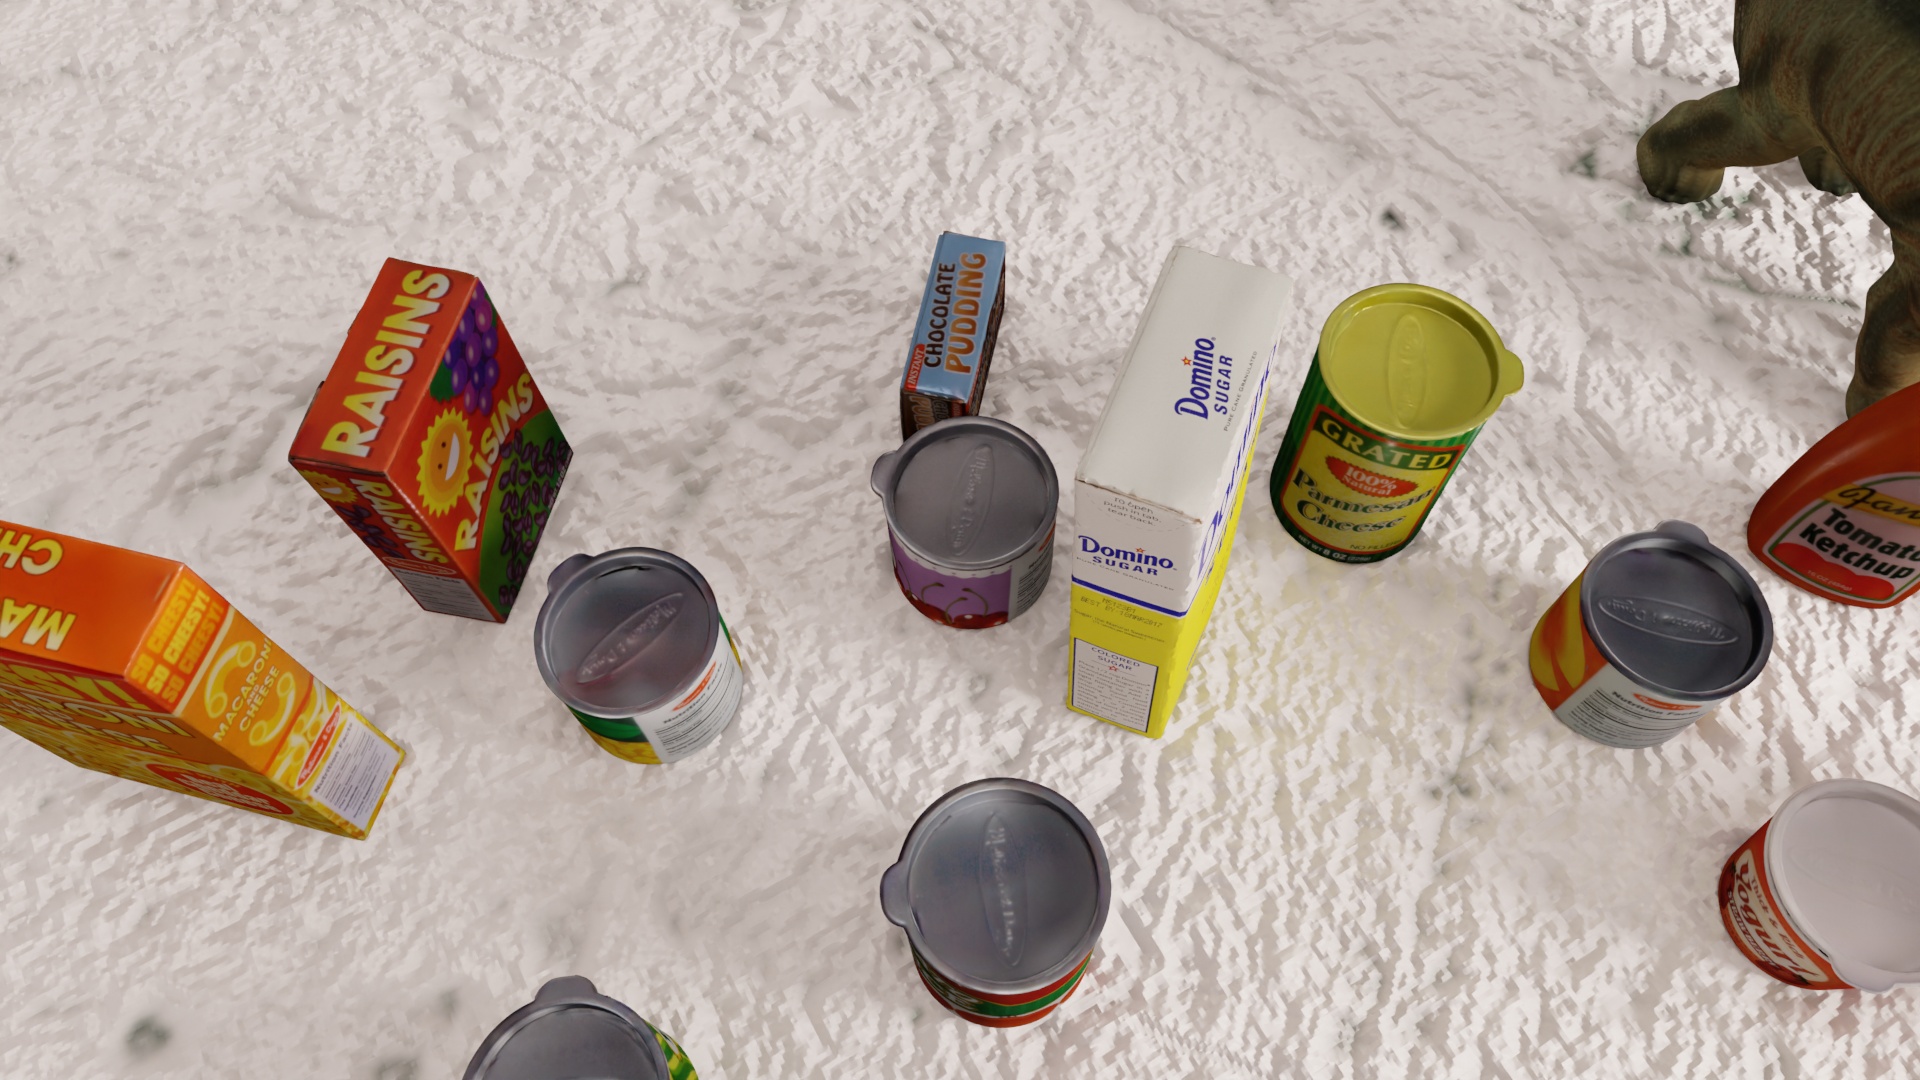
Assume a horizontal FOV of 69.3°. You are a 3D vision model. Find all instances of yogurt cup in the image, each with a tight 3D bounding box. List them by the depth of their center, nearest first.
[{"bbox_3d":[0.298,0.121,0.473,0.072,0.053,0.072,0,63,1],"label":"yogurt cup"}]

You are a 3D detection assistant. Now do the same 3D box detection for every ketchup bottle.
[{"bbox_3d":[0.347,-0.028,0.496,0.065,0.148,0.044,27,67,14],"label":"ketchup bottle"}]

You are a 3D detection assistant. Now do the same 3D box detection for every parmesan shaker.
[{"bbox_3d":[0.162,-0.040,0.532,0.071,0.102,0.071,-1,63,1],"label":"parmesan shaker"}]

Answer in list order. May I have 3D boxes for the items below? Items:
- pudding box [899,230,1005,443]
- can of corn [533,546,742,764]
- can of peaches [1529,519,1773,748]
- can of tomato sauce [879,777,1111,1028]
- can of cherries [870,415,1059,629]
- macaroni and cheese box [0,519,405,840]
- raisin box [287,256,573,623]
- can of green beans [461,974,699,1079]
[{"bbox_3d":[-0.003,-0.083,0.587,0.030,0.049,0.084,10,63,6],"label":"pudding box"},{"bbox_3d":[-0.120,0.043,0.520,0.071,0.058,0.071,0,63,1],"label":"can of corn"},{"bbox_3d":[0.254,0.036,0.516,0.071,0.057,0.071,0,63,1],"label":"can of peaches"},{"bbox_3d":[0.012,0.124,0.462,0.071,0.082,0.071,0,63,1],"label":"can of tomato sauce"},{"bbox_3d":[0.002,-0.007,0.543,0.071,0.058,0.072,0,63,1],"label":"can of cherries"},{"bbox_3d":[-0.277,0.047,0.460,0.124,0.165,0.040,12,64,7],"label":"macaroni and cheese box"},{"bbox_3d":[-0.194,-0.033,0.524,0.040,0.123,0.086,11,64,7],"label":"raisin box"},{"bbox_3d":[-0.120,0.184,0.447,0.071,0.057,0.071,0,63,1],"label":"can of green beans"}]
